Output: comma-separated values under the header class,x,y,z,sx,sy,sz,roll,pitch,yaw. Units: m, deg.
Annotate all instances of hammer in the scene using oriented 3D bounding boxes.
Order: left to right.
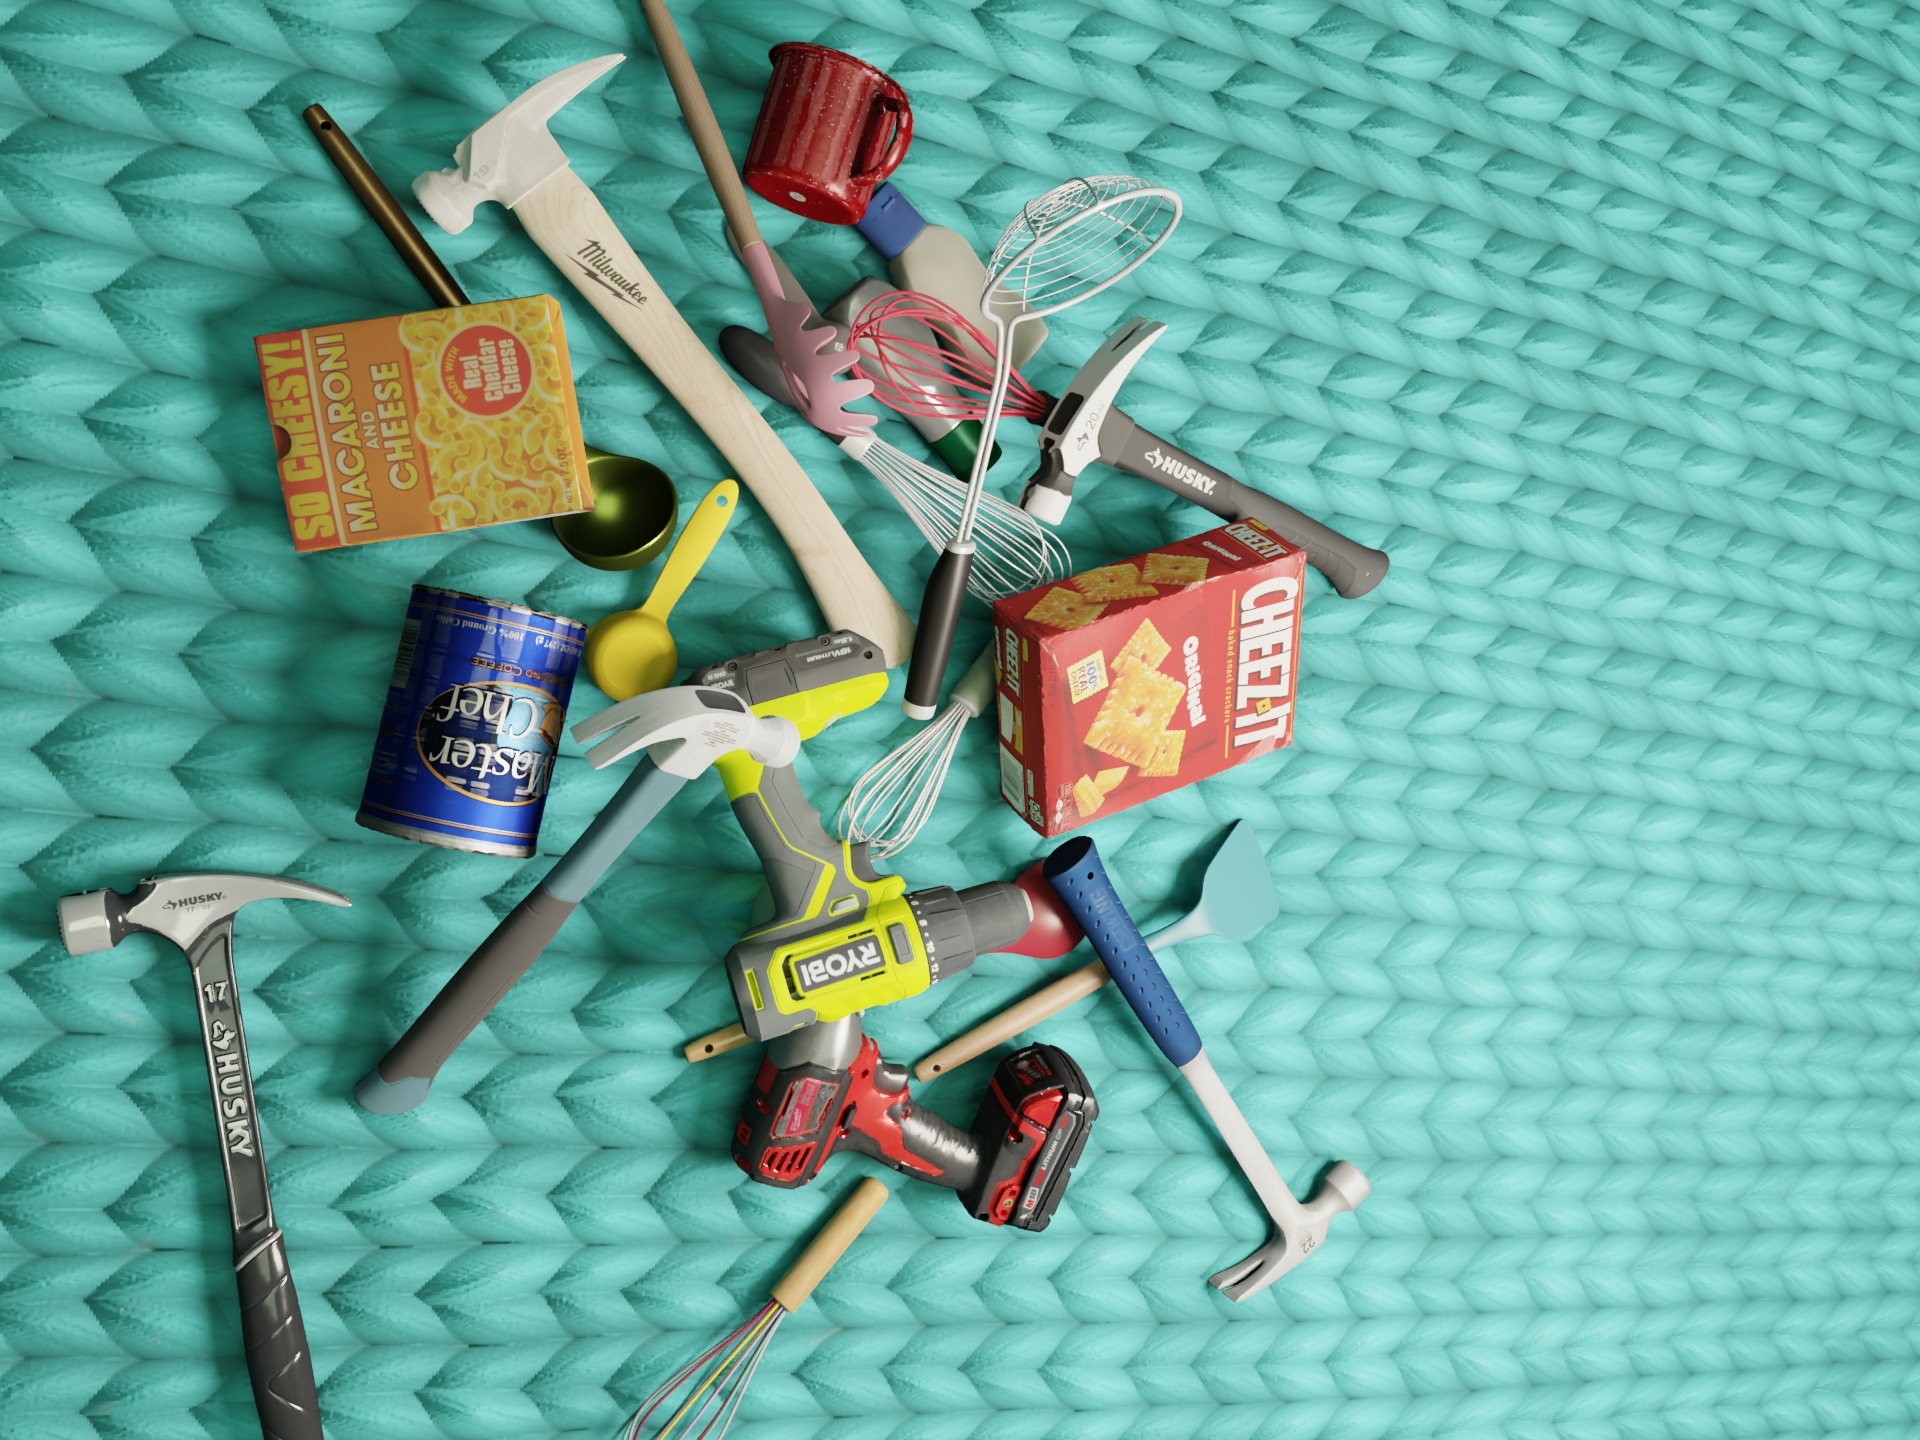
class,x,y,z,sx,sy,sz,roll,pitch,yaw
hammer,-0.405,0.285,0.923,0.149,0.036,0.409,-10,97,-24
hammer,-0.237,0.108,0.915,0.331,0.033,0.128,-48,146,12
hammer,-0.146,-0.203,0.991,0.146,0.038,0.410,-35,110,7
hammer,0.165,0.252,1.145,0.144,0.035,0.405,-39,114,-17
hammer,0.194,-0.160,1.121,0.334,0.035,0.146,19,101,-37

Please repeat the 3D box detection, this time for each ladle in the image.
class,x,y,z,sx,sy,sz,roll,pitch,yaw
ladle,-0.280,-0.225,0.942,0.078,0.062,0.320,-40,104,-20
ladle,-0.038,0.169,1.084,0.315,0.031,0.069,-19,96,-20

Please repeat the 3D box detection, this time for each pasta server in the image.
class,x,y,z,sx,sy,sz,roll,pitch,yaw
pasta server,-0.129,-0.312,0.968,0.040,0.060,0.316,-19,81,-19

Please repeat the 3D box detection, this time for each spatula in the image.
class,x,y,z,sx,sy,sz,roll,pitch,yaw
spatula,0.103,0.177,1.148,0.317,0.044,0.082,-26,104,-16

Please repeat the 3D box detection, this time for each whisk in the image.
class,x,y,z,sx,sy,sz,roll,pitch,yaw
whisk,-0.134,0.402,1.049,0.245,0.051,0.047,-47,131,-19
whisk,-0.043,-0.164,1.048,0.284,0.070,0.070,37,78,-14
whisk,-0.002,-0.003,1.084,0.246,0.058,0.059,-53,145,-16
whisk,0.037,-0.211,1.046,0.295,0.073,0.073,12,87,-45

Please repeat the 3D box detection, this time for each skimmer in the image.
class,x,y,z,sx,sy,sz,roll,pitch,yaw
skimmer,0.036,-0.152,0.968,0.127,0.090,0.363,-18,130,-51

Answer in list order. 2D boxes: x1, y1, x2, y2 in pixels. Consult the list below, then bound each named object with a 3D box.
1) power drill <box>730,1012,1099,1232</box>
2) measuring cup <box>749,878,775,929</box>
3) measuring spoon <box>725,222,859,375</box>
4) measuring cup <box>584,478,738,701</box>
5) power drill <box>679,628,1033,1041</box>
class,x,y,z,sx,sy,sz,roll,pitch,yaw
power drill,-0.029,0.252,1.052,0.219,0.079,0.143,18,100,-20
measuring cup,-0.108,0.089,1.040,0.083,0.038,0.167,-19,102,-22
measuring spoon,-0.111,-0.271,1.012,0.034,0.018,0.124,-40,86,15
measuring cup,-0.179,-0.080,0.987,0.062,0.029,0.156,29,96,-21
power drill,-0.072,0.066,0.992,0.190,0.080,0.228,-16,82,-14
